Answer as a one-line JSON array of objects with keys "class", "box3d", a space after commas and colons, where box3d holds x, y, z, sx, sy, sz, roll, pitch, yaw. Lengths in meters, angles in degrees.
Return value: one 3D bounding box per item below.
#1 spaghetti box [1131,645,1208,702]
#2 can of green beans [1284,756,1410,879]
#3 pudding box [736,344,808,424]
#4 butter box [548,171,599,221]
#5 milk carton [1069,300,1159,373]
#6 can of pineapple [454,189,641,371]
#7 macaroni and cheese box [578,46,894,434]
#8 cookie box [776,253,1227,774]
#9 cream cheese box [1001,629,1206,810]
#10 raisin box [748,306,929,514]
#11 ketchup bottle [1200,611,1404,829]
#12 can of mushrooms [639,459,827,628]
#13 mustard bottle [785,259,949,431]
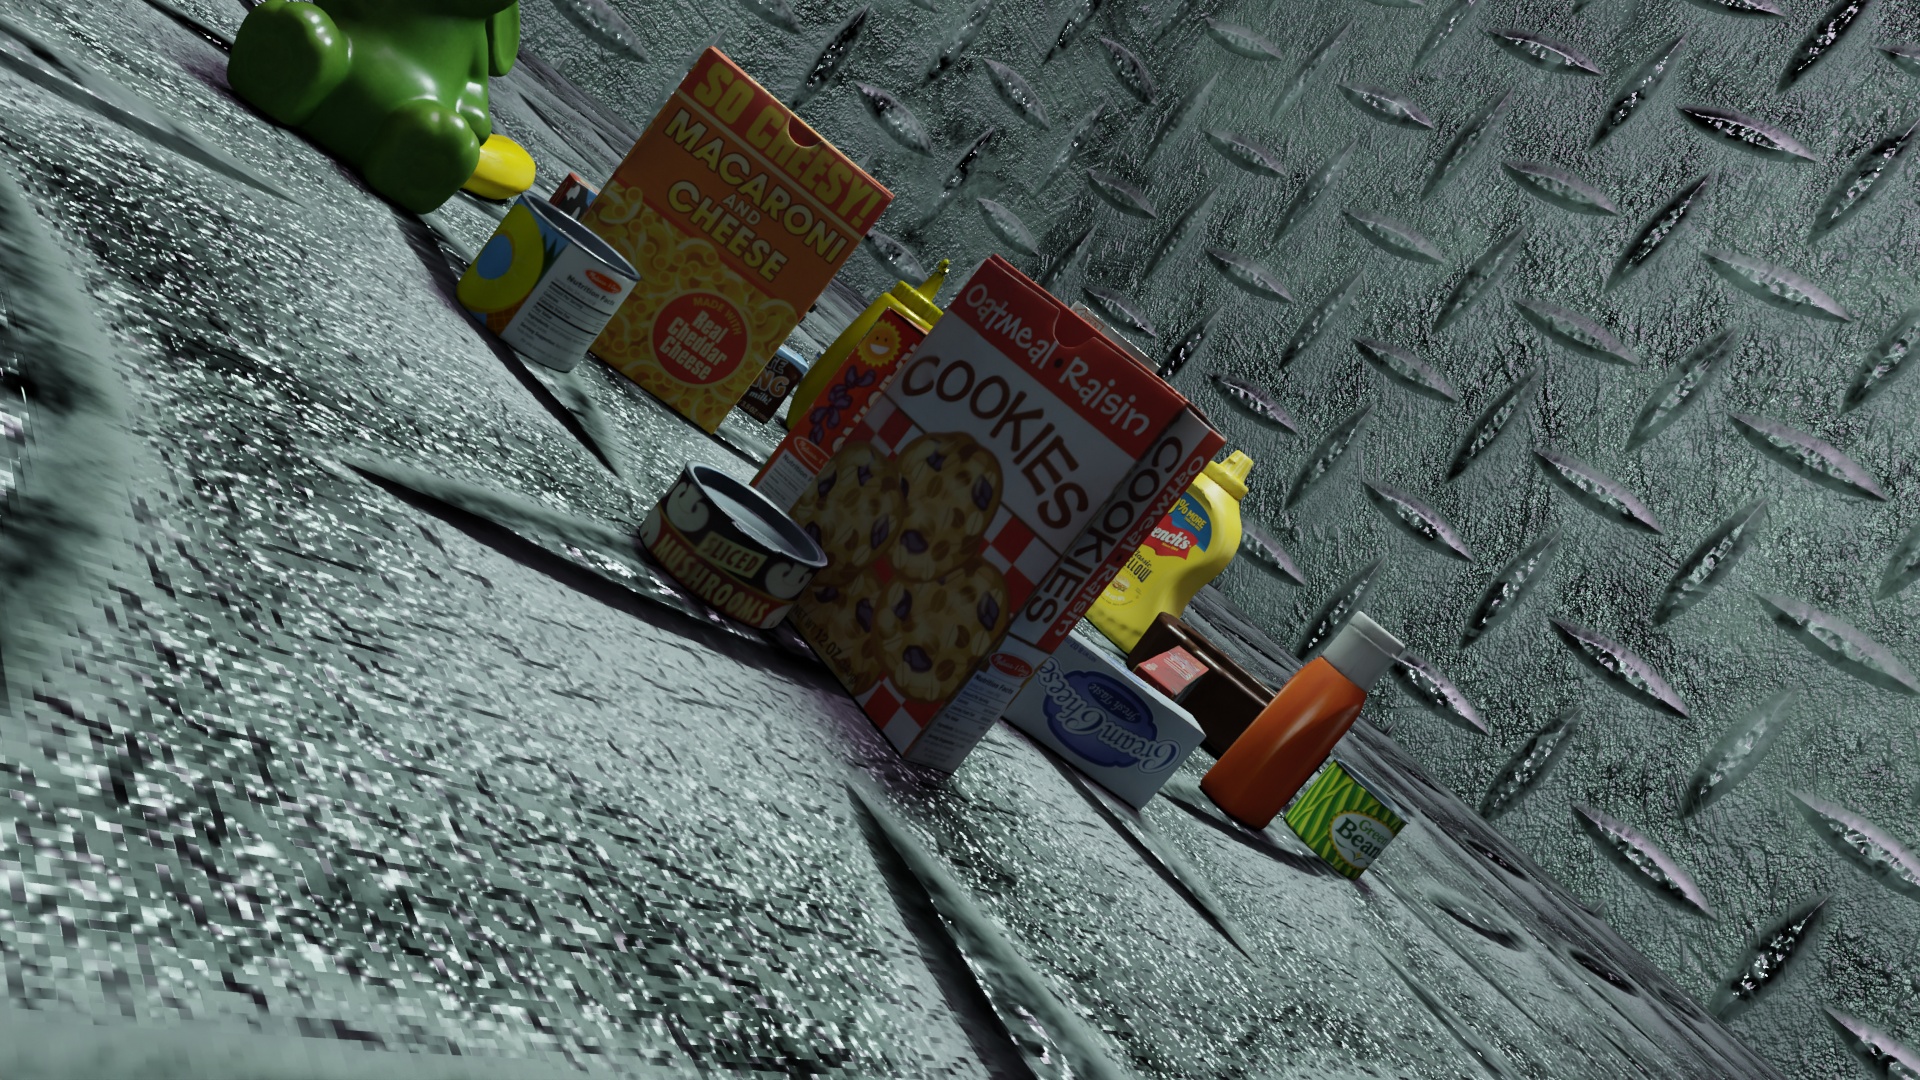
[{"class": "spaghetti box", "box3d": [0.124, 0.099, 0.887, 0.029, 0.050, 0.250, 40, 8, 12]}, {"class": "can of green beans", "box3d": [0.273, 0.197, 0.982, 0.071, 0.057, 0.071, 38, 7, -6]}, {"class": "pudding box", "box3d": [-0.147, -0.120, 0.904, 0.083, 0.049, 0.030, 35, 8, -27]}, {"class": "butter box", "box3d": [-0.230, -0.192, 0.920, 0.103, 0.053, 0.024, 33, 9, -38]}, {"class": "milk carton", "box3d": [0.043, -0.059, 0.899, 0.072, 0.190, 0.073, 39, 7, 2]}, {"class": "can of pineapple", "box3d": [-0.196, -0.123, 0.660, 0.071, 0.058, 0.071, 38, 7, -6]}, {"class": "macaroni and cheese box", "box3d": [-0.135, -0.160, 0.751, 0.123, 0.166, 0.040, 36, 8, -23]}, {"class": "cookie box", "box3d": [0.005, -0.014, 0.547, 0.123, 0.167, 0.040, 44, 9, 37]}, {"class": "cream cheese box", "box3d": [0.066, 0.085, 0.686, 0.103, 0.053, 0.024, 36, 8, -19]}, {"class": "raisin box", "box3d": [-0.046, -0.045, 0.662, 0.040, 0.123, 0.086, 41, 7, 14]}, {"class": "ketchup bottle", "box3d": [0.217, 0.112, 0.871, 0.044, 0.148, 0.064, 44, 9, 38]}, {"class": "can of mushrooms", "box3d": [-0.087, 0.002, 0.532, 0.071, 0.033, 0.071, 38, 8, -6]}, {"class": "mustard bottle", "box3d": [-0.055, -0.130, 0.969, 0.065, 0.160, 0.049, 37, 7, -14]}]
